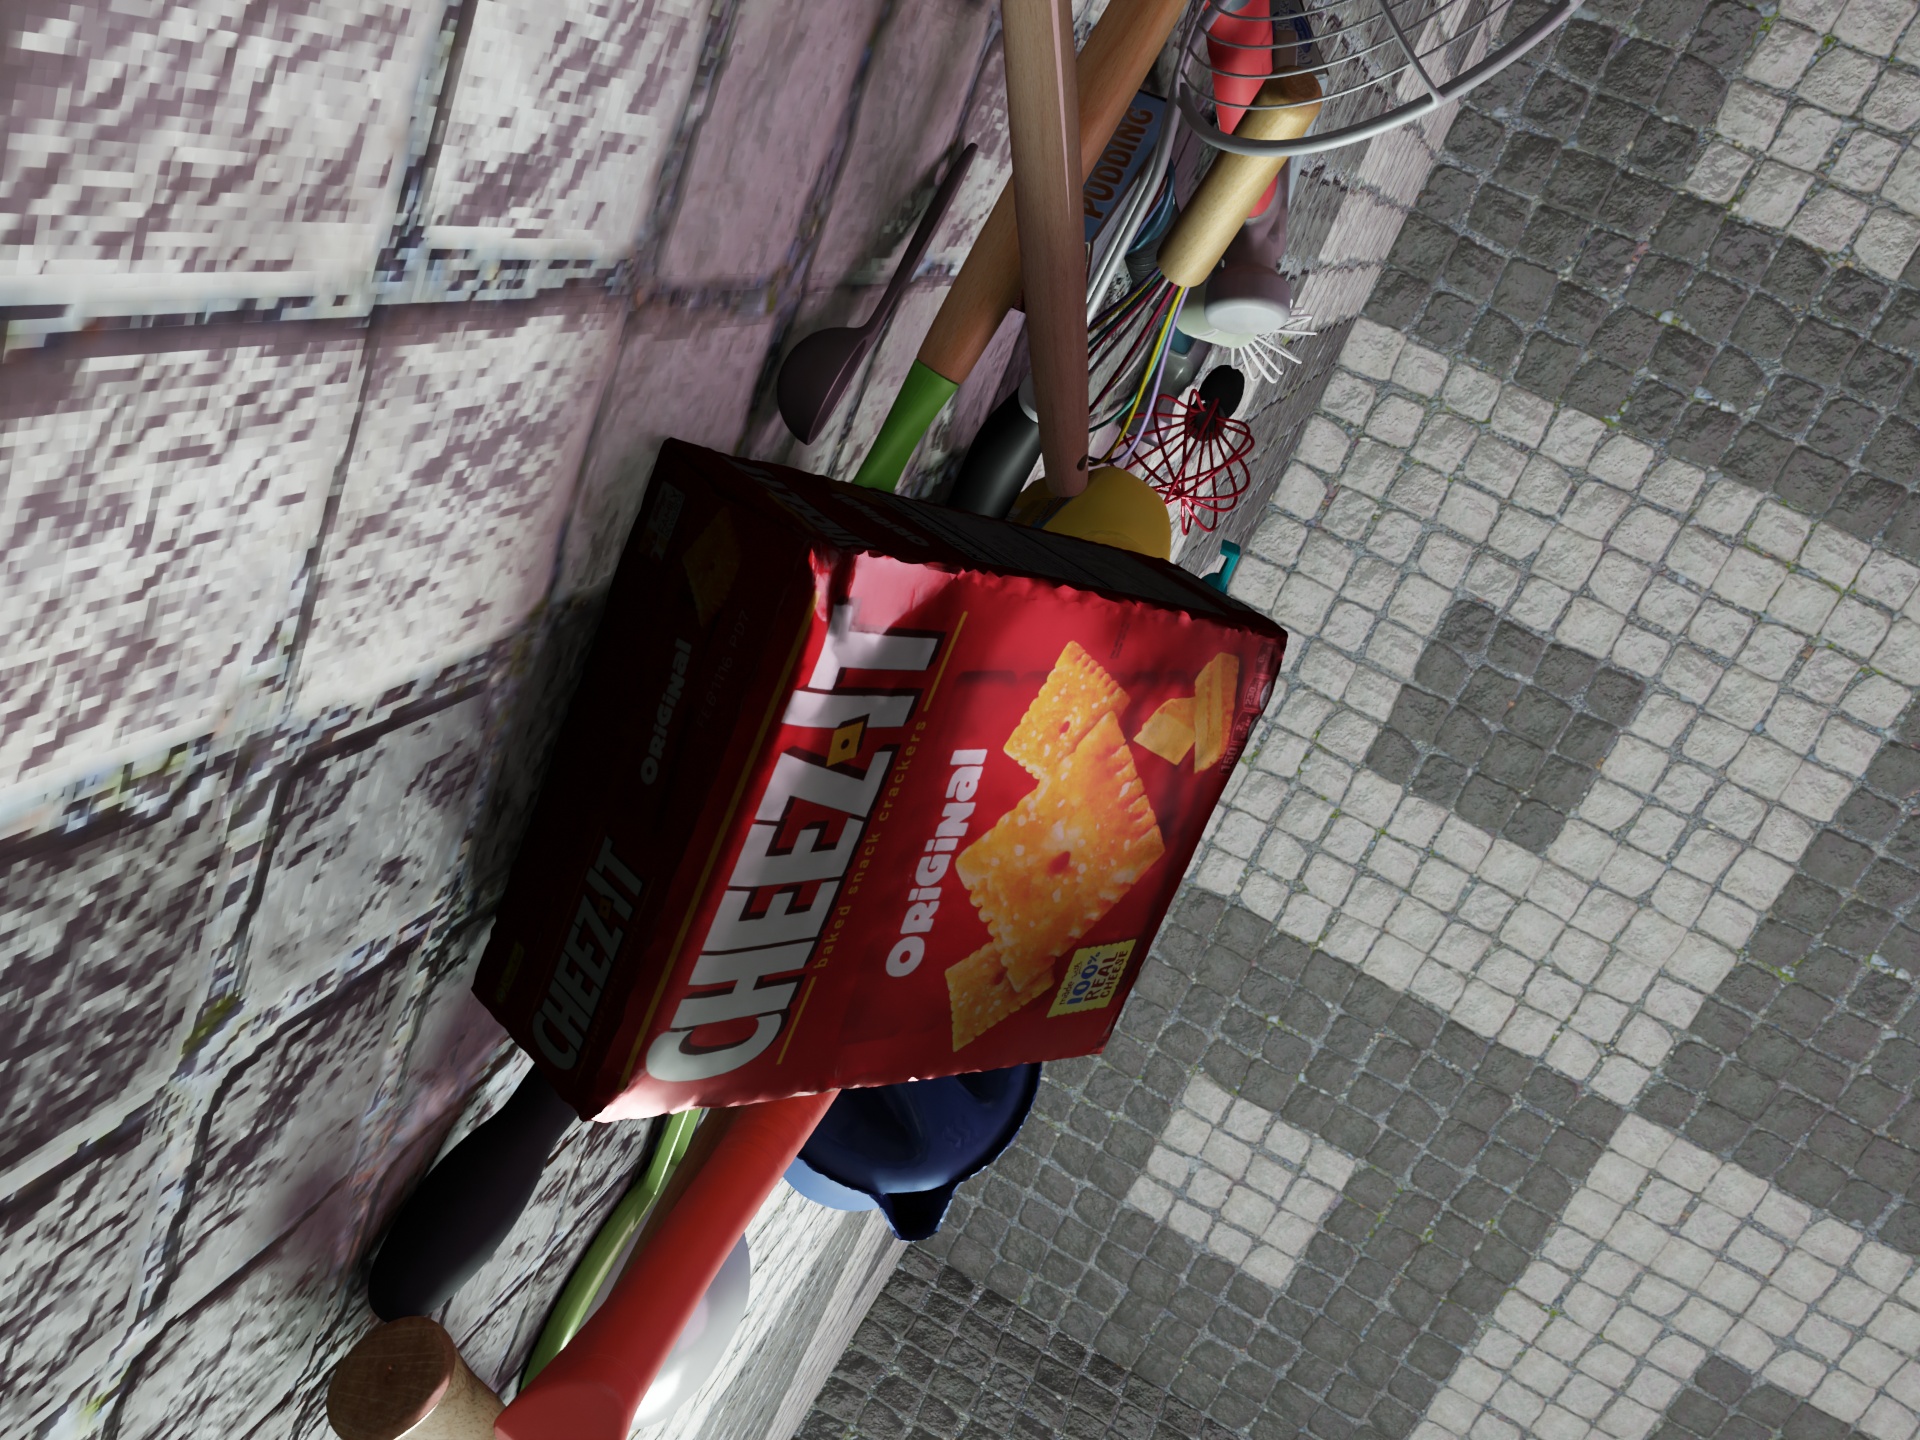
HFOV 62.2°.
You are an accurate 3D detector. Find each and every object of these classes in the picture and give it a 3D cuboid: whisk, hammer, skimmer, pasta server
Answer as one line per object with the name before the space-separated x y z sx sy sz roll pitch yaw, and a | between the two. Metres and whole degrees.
whisk | 0.150 -0.213 0.852 0.246 0.058 0.059 -27 110 -68
whisk | 0.077 -0.172 0.633 0.245 0.051 0.047 128 -31 -65
hammer | 0.105 -0.221 0.807 0.128 0.033 0.331 -63 170 7
skimmer | 0.075 -0.138 0.536 0.363 0.090 0.127 122 -15 -55
hammer | 0.096 -0.273 0.555 0.386 0.038 0.143 33 60 -75
pasta server | 0.023 -0.162 0.364 0.060 0.040 0.315 -43 150 -22
whisk | 0.130 -0.159 0.866 0.296 0.073 0.073 -56 170 -64
hammer | -0.170 0.256 0.563 0.130 0.031 0.331 -45 165 -28
whisk | -0.089 0.067 0.512 0.285 0.070 0.070 -54 168 -20
hammer | -0.049 0.120 0.599 0.149 0.036 0.359 -43 -174 47

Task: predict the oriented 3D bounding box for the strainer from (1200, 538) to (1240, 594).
strainer | 0.048 0.036 0.974 0.340 0.095 0.211 -61 -179 -19

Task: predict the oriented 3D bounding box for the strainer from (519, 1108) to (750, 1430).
strainer | -0.124 0.241 0.742 0.151 0.069 0.256 -46 162 -59

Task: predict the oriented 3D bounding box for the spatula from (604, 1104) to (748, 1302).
spatula | -0.084 0.148 0.633 0.316 0.060 0.018 -62 174 -51

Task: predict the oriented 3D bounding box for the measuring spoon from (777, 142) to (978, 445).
measuring spoon | -0.024 -0.129 0.456 0.124 0.018 0.034 -65 -175 -30

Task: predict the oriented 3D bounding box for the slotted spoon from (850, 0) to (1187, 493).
slotted spoon | 0.006 -0.121 0.449 0.313 0.031 0.070 -58 162 15
